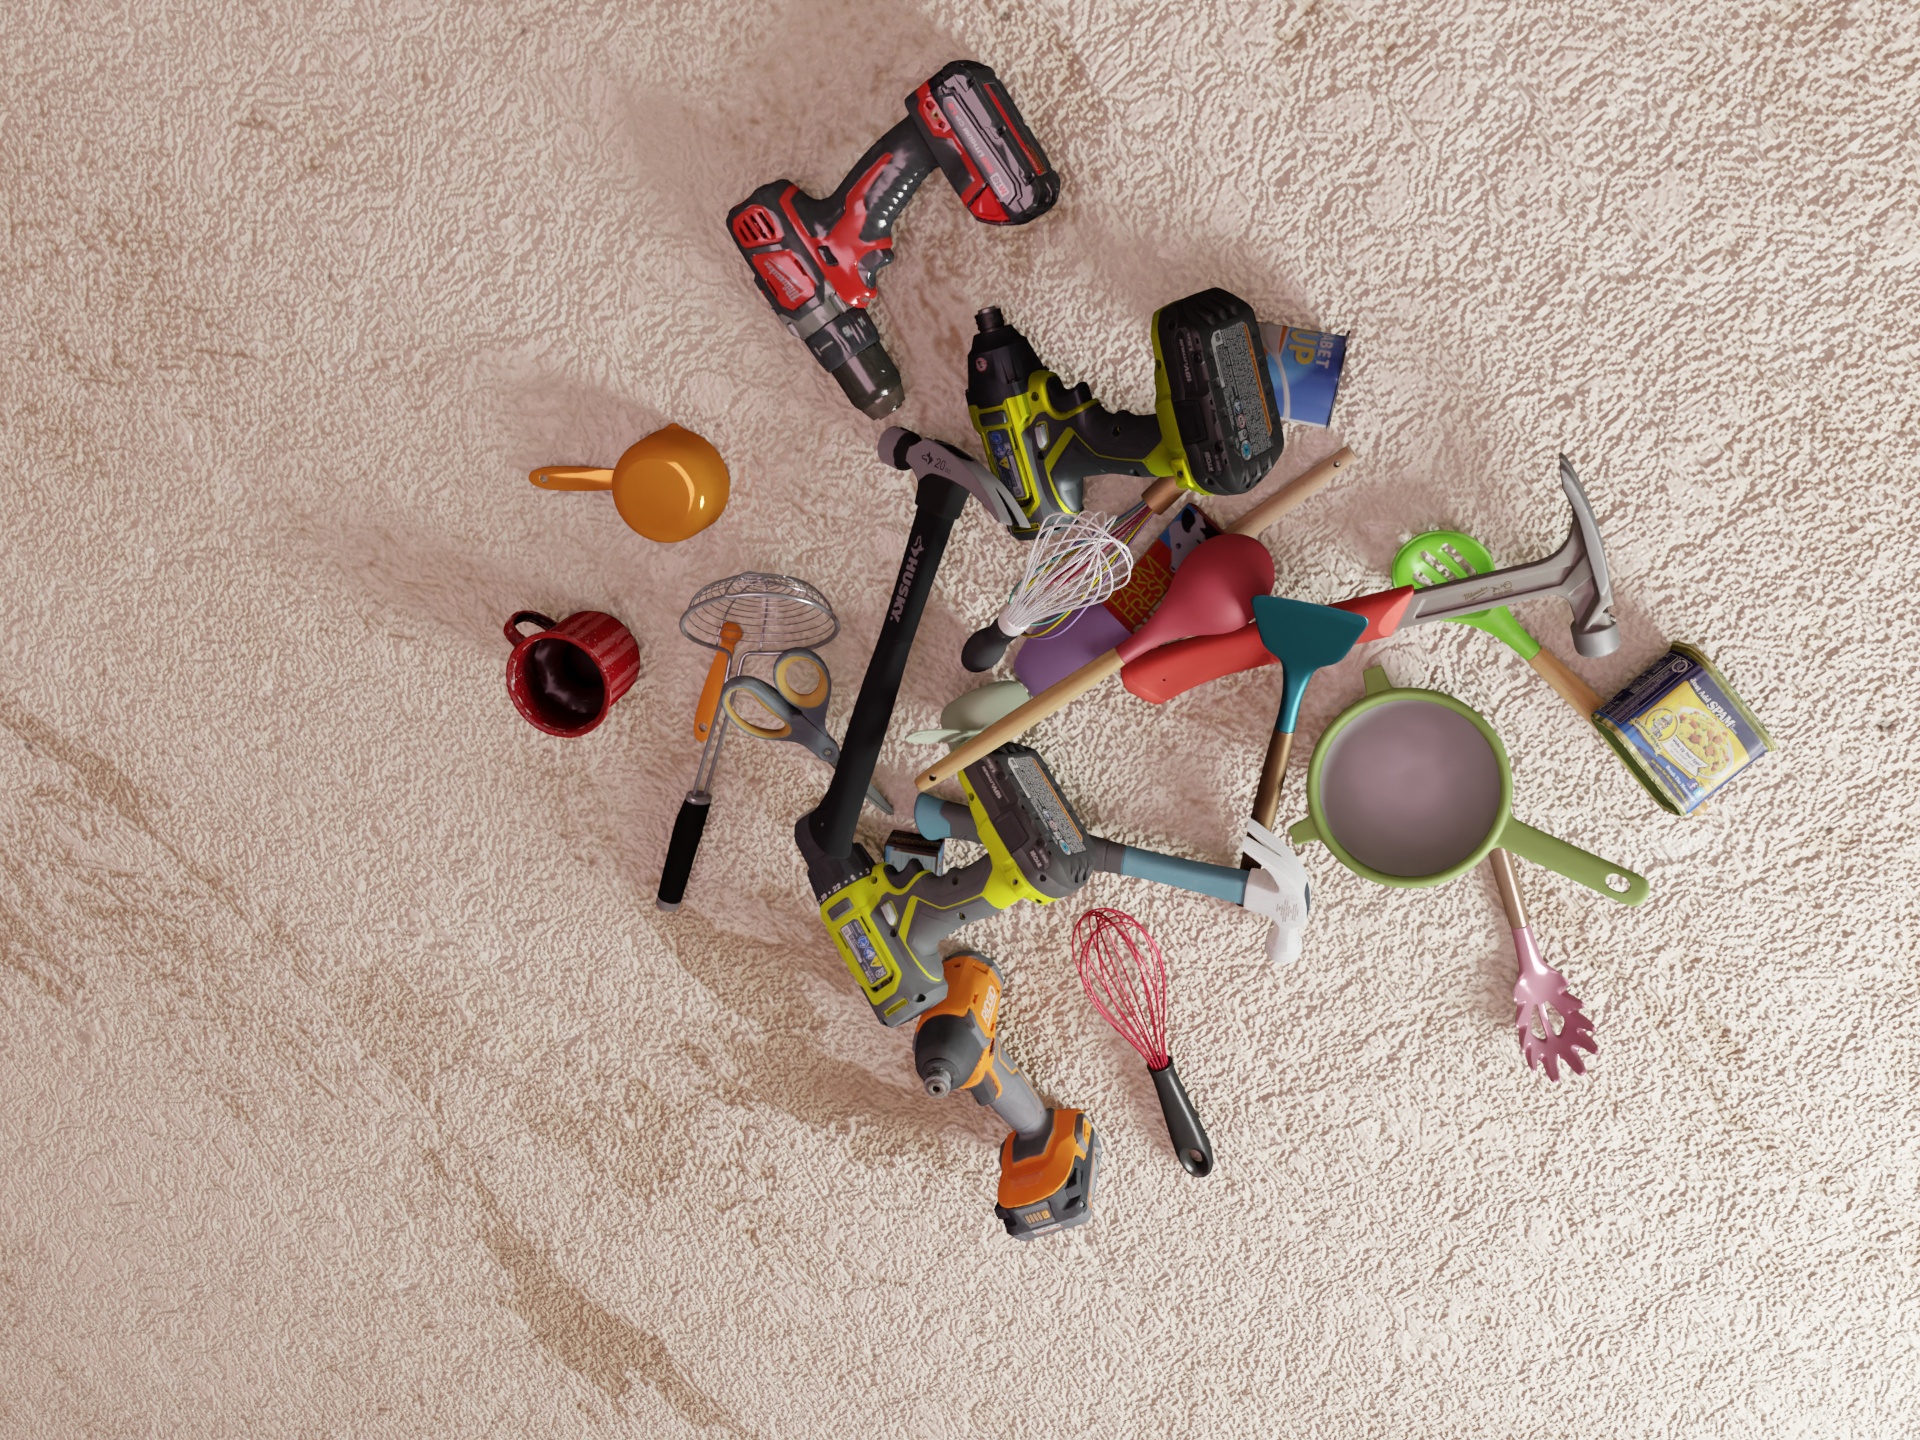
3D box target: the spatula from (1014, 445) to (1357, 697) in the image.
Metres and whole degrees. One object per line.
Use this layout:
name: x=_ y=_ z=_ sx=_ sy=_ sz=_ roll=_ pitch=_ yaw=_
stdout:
spatula: x=0.168 y=-0.114 z=1.225 sx=0.316 sy=0.018 sz=0.060 roll=-35 pitch=92 yaw=24

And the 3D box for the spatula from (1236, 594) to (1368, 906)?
spatula: x=0.240 y=0.032 z=1.215 sx=0.082 sy=0.044 sz=0.317 roll=13 pitch=128 yaw=11

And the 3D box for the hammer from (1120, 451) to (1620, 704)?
hammer: x=0.286 y=-0.081 z=1.174 sx=0.359 sy=0.037 sz=0.149 roll=-13 pitch=116 yaw=25

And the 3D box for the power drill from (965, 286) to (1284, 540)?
power drill: x=0.103 y=-0.224 z=1.128 sx=0.223 sy=0.080 sz=0.171 roll=-2 pitch=112 yaw=43

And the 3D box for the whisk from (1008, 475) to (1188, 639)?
whisk: x=0.126 y=-0.152 z=1.210 sx=0.051 sy=0.047 sz=0.245 roll=41 pitch=111 yaw=-18

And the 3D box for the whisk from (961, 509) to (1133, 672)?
whisk: x=0.050 y=-0.086 z=1.165 sx=0.070 sy=0.070 sz=0.284 roll=40 pitch=156 yaw=-4

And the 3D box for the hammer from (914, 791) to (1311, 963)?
hammer: x=0.120 y=0.112 z=1.301 sx=0.331 sy=0.033 sz=0.128 roll=12 pitch=133 yaw=14

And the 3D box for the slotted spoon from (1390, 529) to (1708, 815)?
slotted spoon: x=0.444 y=-0.032 z=1.188 sx=0.313 sy=0.031 sz=0.070 roll=41 pitch=115 yaw=-7

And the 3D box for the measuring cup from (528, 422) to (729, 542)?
measuring cup: x=-0.276 y=-0.188 z=1.280 sx=0.173 sy=0.052 sz=0.095 roll=3 pitch=112 yaw=10

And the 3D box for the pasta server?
pasta server: x=0.436 y=0.140 z=1.252 sx=0.060 sy=0.040 sz=0.316 roll=-18 pitch=105 yaw=7

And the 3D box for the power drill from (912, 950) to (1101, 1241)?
power drill: x=0.033 y=0.328 z=1.354 sx=0.084 sy=0.164 sz=0.226 roll=-24 pitch=106 yaw=20

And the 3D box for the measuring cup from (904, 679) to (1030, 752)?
measuring cup: x=-0.002 y=-0.004 z=1.233 sx=0.083 sy=0.167 sz=0.038 roll=-27 pitch=78 yaw=27

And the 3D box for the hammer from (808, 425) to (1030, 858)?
hammer: x=-0.050 y=-0.048 z=1.227 sx=0.146 sy=0.035 sz=0.334 roll=31 pitch=109 yaw=38

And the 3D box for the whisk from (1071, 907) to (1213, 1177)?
whisk: x=0.164 y=0.279 z=1.364 sx=0.073 sy=0.073 sz=0.295 roll=-15 pitch=114 yaw=18

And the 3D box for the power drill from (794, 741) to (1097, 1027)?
power drill: x=-0.023 y=0.114 z=1.280 sx=0.228 sy=0.080 sz=0.191 roll=-37 pitch=75 yaw=25

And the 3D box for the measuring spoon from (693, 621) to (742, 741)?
measuring spoon: x=-0.208 y=-0.031 z=1.350 sx=0.021 sy=0.011 sz=0.117 roll=22 pitch=115 yaw=4

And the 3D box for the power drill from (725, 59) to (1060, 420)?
power drill: x=-0.039 y=-0.344 z=1.153 sx=0.226 sy=0.080 sz=0.188 roll=-28 pitch=102 yaw=25

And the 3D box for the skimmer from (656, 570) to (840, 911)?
skimmer: x=-0.201 y=0.031 z=1.330 sx=0.127 sy=0.090 sz=0.363 roll=7 pitch=120 yaw=-24

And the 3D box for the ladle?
ladle: x=0.096 y=-0.035 z=1.184 sx=0.315 sy=0.031 sz=0.069 roll=-33 pitch=99 yaw=11

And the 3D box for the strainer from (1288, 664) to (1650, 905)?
strainer: x=0.389 y=0.073 z=1.194 sx=0.256 sy=0.069 sz=0.151 roll=26 pitch=96 yaw=23
